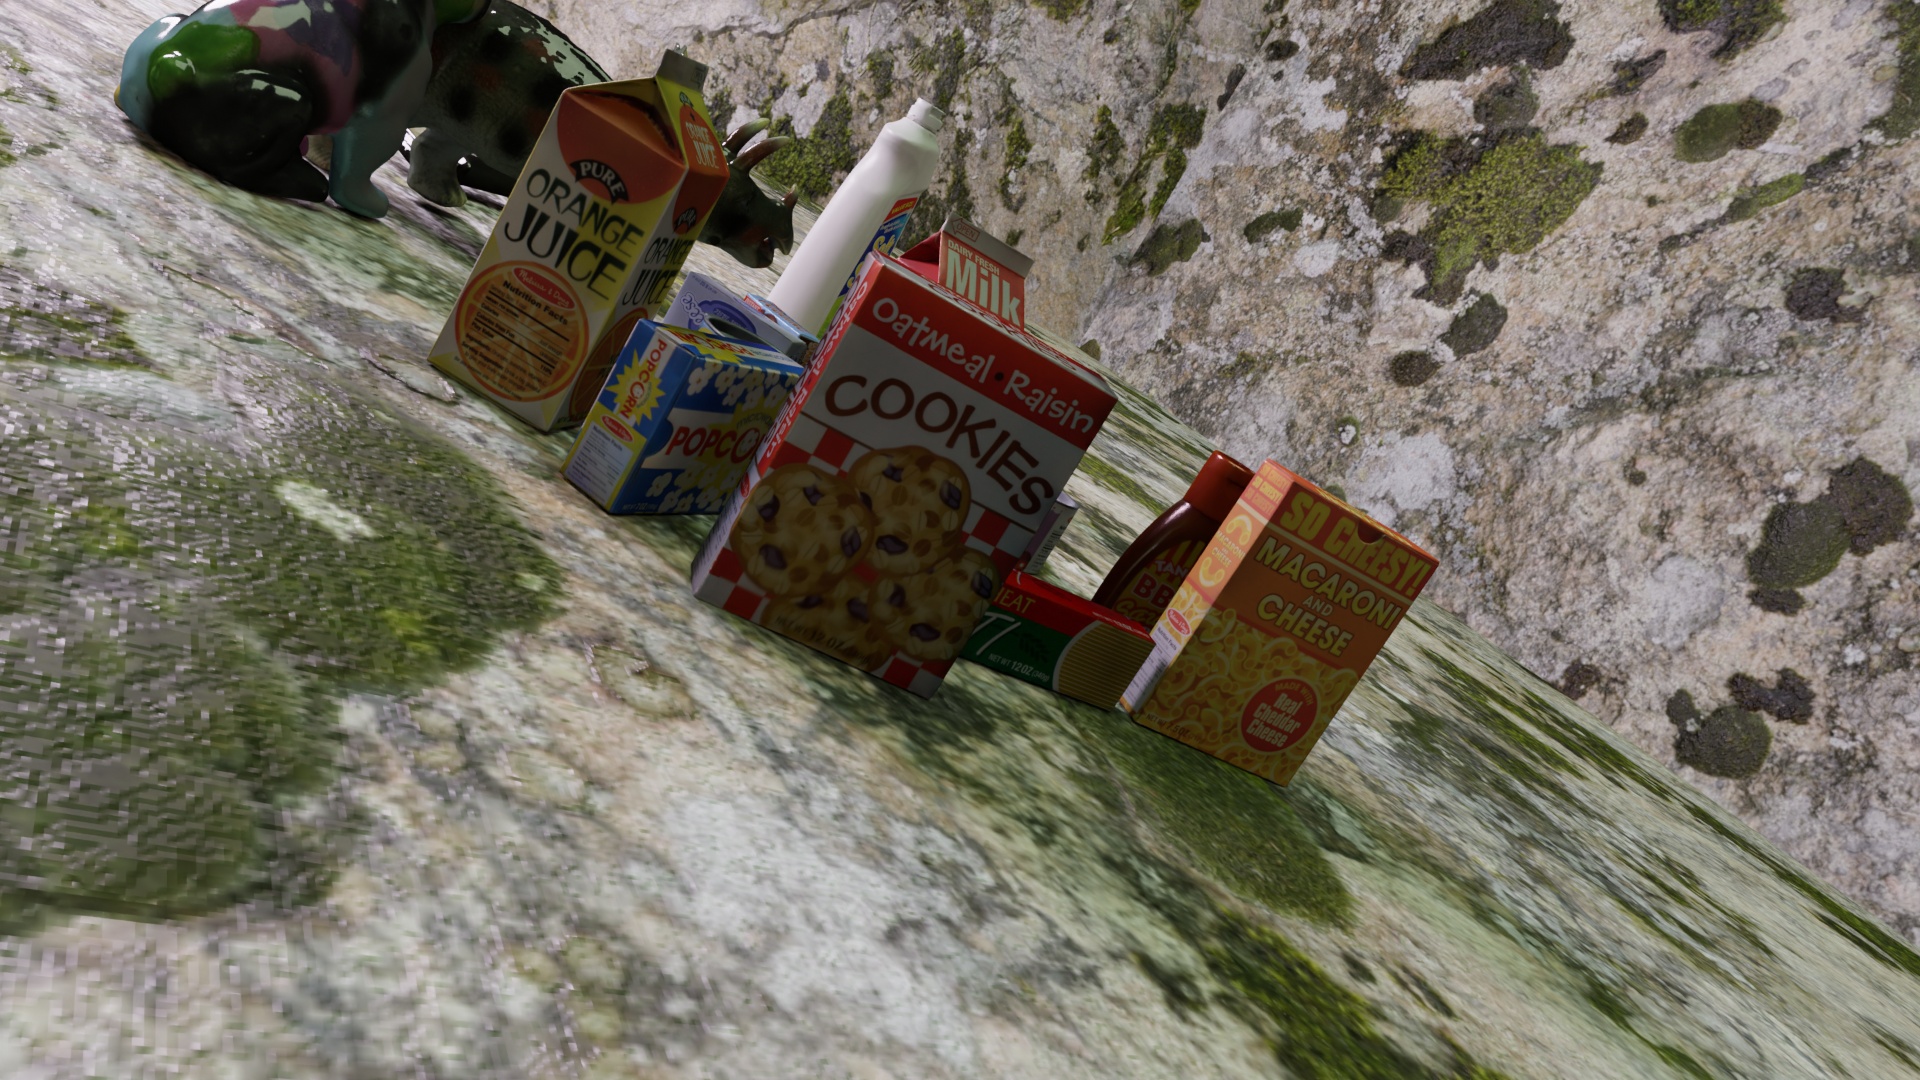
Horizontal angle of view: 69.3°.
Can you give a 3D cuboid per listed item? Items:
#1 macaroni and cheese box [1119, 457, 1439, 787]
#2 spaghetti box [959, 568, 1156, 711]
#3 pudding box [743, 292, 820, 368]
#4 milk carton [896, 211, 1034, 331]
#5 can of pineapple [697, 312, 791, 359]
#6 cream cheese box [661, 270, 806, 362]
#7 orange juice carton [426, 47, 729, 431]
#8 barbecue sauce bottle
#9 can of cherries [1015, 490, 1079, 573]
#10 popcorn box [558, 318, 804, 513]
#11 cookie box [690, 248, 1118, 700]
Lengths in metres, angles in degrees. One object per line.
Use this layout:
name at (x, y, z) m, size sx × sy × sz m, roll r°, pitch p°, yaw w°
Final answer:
macaroni and cheese box at (0.186, 0.052, 0.818) m, size 0.123 × 0.166 × 0.040 m, roll 26°, pitch 13°, yaw -26°
spaghetti box at (-0.002, 0.031, 0.725) m, size 0.250 × 0.050 × 0.029 m, roll 23°, pitch 15°, yaw -33°
pudding box at (-0.149, -0.155, 1.099) m, size 0.030 × 0.049 × 0.084 m, roll 17°, pitch 19°, yaw -49°
milk carton at (-0.026, -0.112, 0.895) m, size 0.072 × 0.190 × 0.074 m, roll 24°, pitch 14°, yaw -32°
can of pineapple at (-0.146, -0.102, 0.880) m, size 0.071 × 0.057 × 0.071 m, roll 30°, pitch 12°, yaw -7°
cream cheese box at (-0.168, -0.148, 1.019) m, size 0.104 × 0.053 × 0.024 m, roll 35°, pitch 13°, yaw 17°
orange juice carton at (-0.180, -0.155, 0.696) m, size 0.073 × 0.192 × 0.072 m, roll 32°, pitch 12°, yaw 0°
barbecue sauce bottle at (0.140, 0.012, 0.902) m, size 0.065 × 0.148 × 0.044 m, roll 28°, pitch 12°, yaw -15°
can of cherries at (0.040, -0.019, 0.995) m, size 0.071 × 0.058 × 0.071 m, roll 30°, pitch 12°, yaw -7°
popcorn box at (-0.129, -0.058, 0.687) m, size 0.038 × 0.085 × 0.127 m, roll 35°, pitch 13°, yaw 17°
cookie box at (-0.026, -0.027, 0.621) m, size 0.123 × 0.167 × 0.040 m, roll 27°, pitch 13°, yaw -21°
